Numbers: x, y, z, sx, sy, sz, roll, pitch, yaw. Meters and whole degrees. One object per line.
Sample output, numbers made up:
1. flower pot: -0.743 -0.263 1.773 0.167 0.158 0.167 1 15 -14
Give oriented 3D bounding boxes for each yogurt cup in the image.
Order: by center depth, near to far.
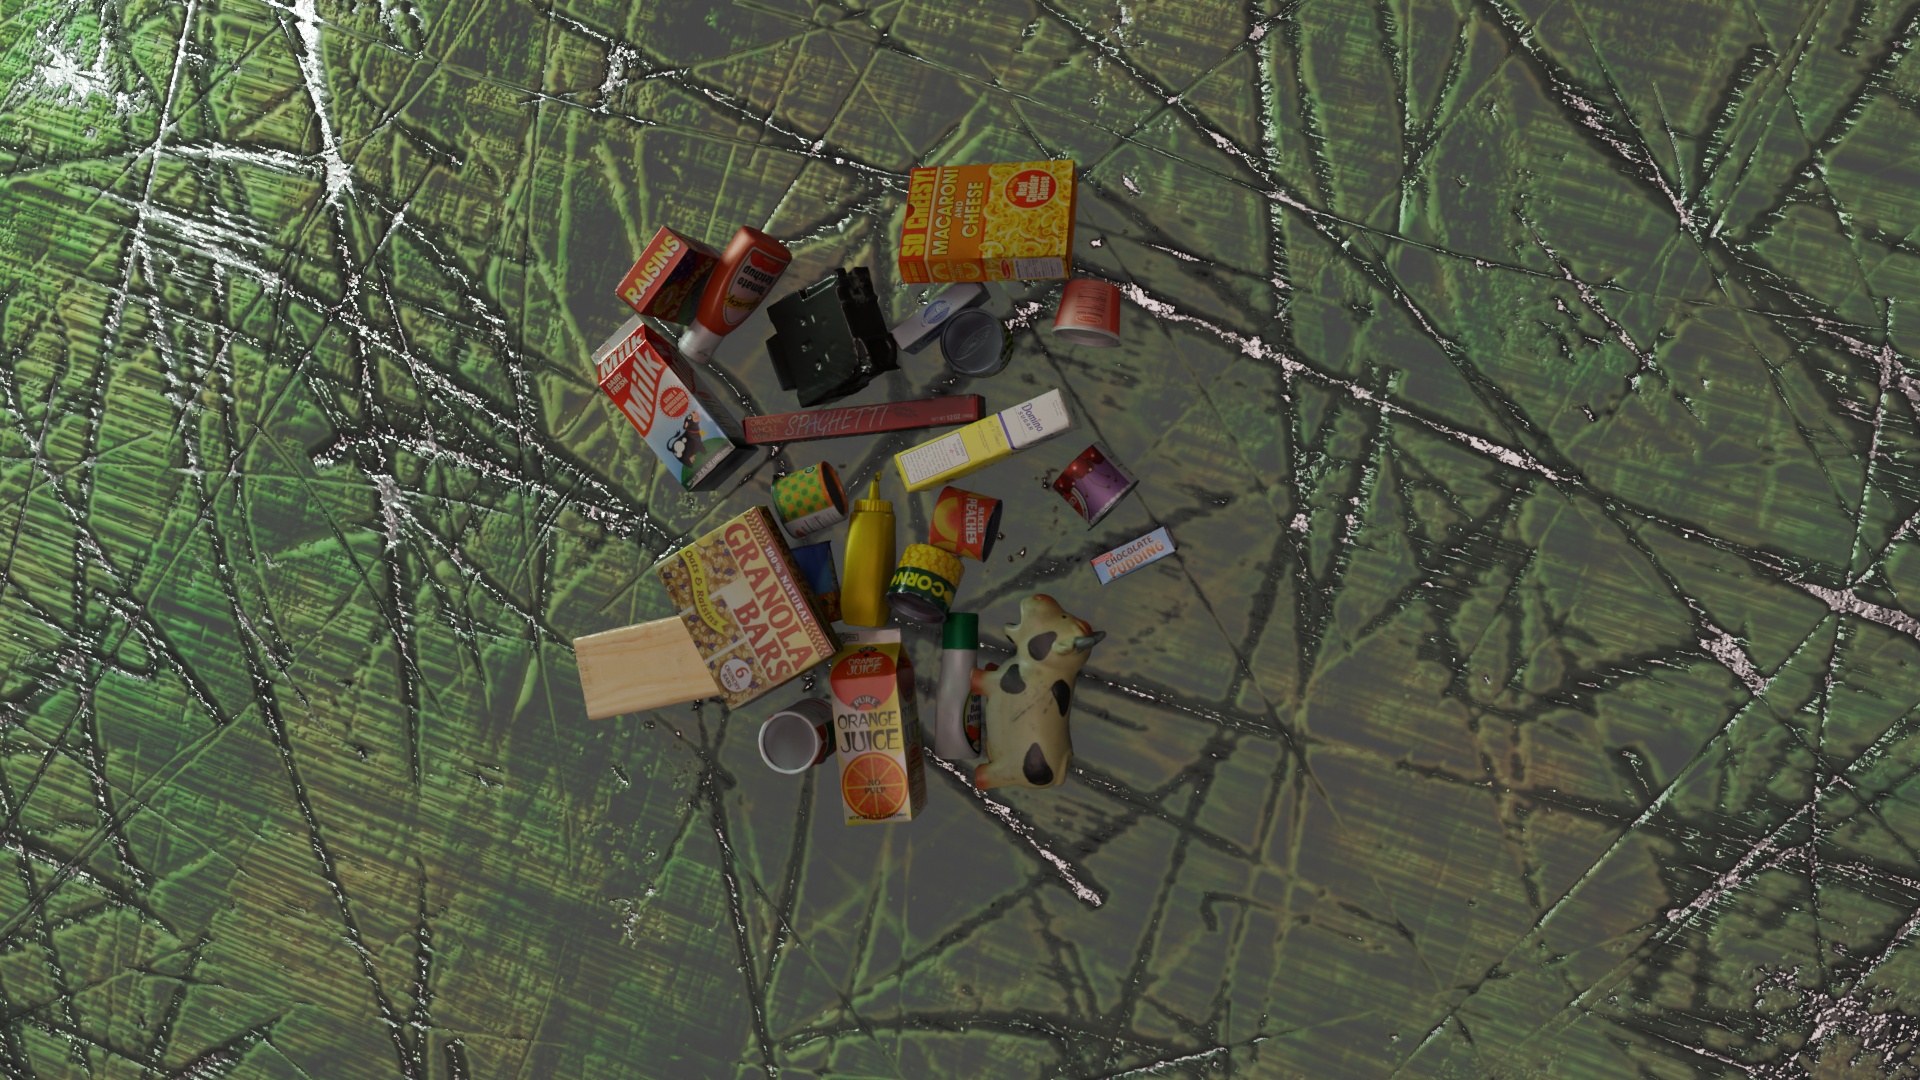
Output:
1. yogurt cup: 0.127 -0.225 1.372 0.072 0.072 0.054 8 86 11

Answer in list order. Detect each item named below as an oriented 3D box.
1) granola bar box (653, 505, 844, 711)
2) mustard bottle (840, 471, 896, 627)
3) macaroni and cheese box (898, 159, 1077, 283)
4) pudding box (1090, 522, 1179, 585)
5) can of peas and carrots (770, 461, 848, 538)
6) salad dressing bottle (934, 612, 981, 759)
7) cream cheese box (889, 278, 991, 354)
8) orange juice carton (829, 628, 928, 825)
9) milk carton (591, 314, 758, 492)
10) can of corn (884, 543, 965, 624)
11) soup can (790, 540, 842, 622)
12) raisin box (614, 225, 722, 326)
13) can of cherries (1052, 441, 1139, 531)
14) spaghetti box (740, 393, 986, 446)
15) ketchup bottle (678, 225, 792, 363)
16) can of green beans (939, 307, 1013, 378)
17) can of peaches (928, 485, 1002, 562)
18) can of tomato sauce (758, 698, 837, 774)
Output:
1. granola bar box: -0.208 0.066 1.367 0.124 0.039 0.165 -30 85 10
2. mustard bottle: -0.092 0.008 1.425 0.049 0.065 0.160 3 86 12
3. macaroni and cheese box: 0.028 -0.316 1.372 0.166 0.040 0.124 0 61 11
4. pudding box: 0.173 0.013 1.377 0.083 0.050 0.030 -25 89 12
5. can of peas and carrots: -0.155 -0.044 1.433 0.058 0.071 0.071 -20 88 11
6. salad dressing bottle: -0.001 0.147 1.413 0.044 0.064 0.147 -1 84 21
7. cream cheese box: -0.019 -0.228 1.405 0.103 0.053 0.024 -35 84 11
8. orange juice carton: -0.085 0.187 1.423 0.072 0.073 0.192 -6 90 12
9. milk carton: -0.306 -0.144 1.455 0.072 0.073 0.190 -41 84 10
10. can of corn: -0.035 0.042 1.400 0.071 0.071 0.058 17 66 10
11. soup can: -0.157 0.046 1.437 0.071 0.071 0.083 -12 91 12
12. raisin box: -0.291 -0.269 1.422 0.040 0.123 0.086 41 100 7
13. can of cherries: 0.132 -0.054 1.374 0.058 0.071 0.071 46 100 7
14. spaghetti box: -0.099 -0.123 1.427 0.250 0.050 0.028 -5 90 12
15. ketchup bottle: -0.240 -0.253 1.447 0.148 0.065 0.044 -52 53 16
16. can of green beans: 0.017 -0.198 1.396 0.071 0.058 0.071 0 92 11
17. can of peaches: 0.005 -0.018 1.399 0.058 0.071 0.071 16 95 11
18. can of tomato sauce: -0.164 0.204 1.434 0.071 0.083 0.071 0 92 11
